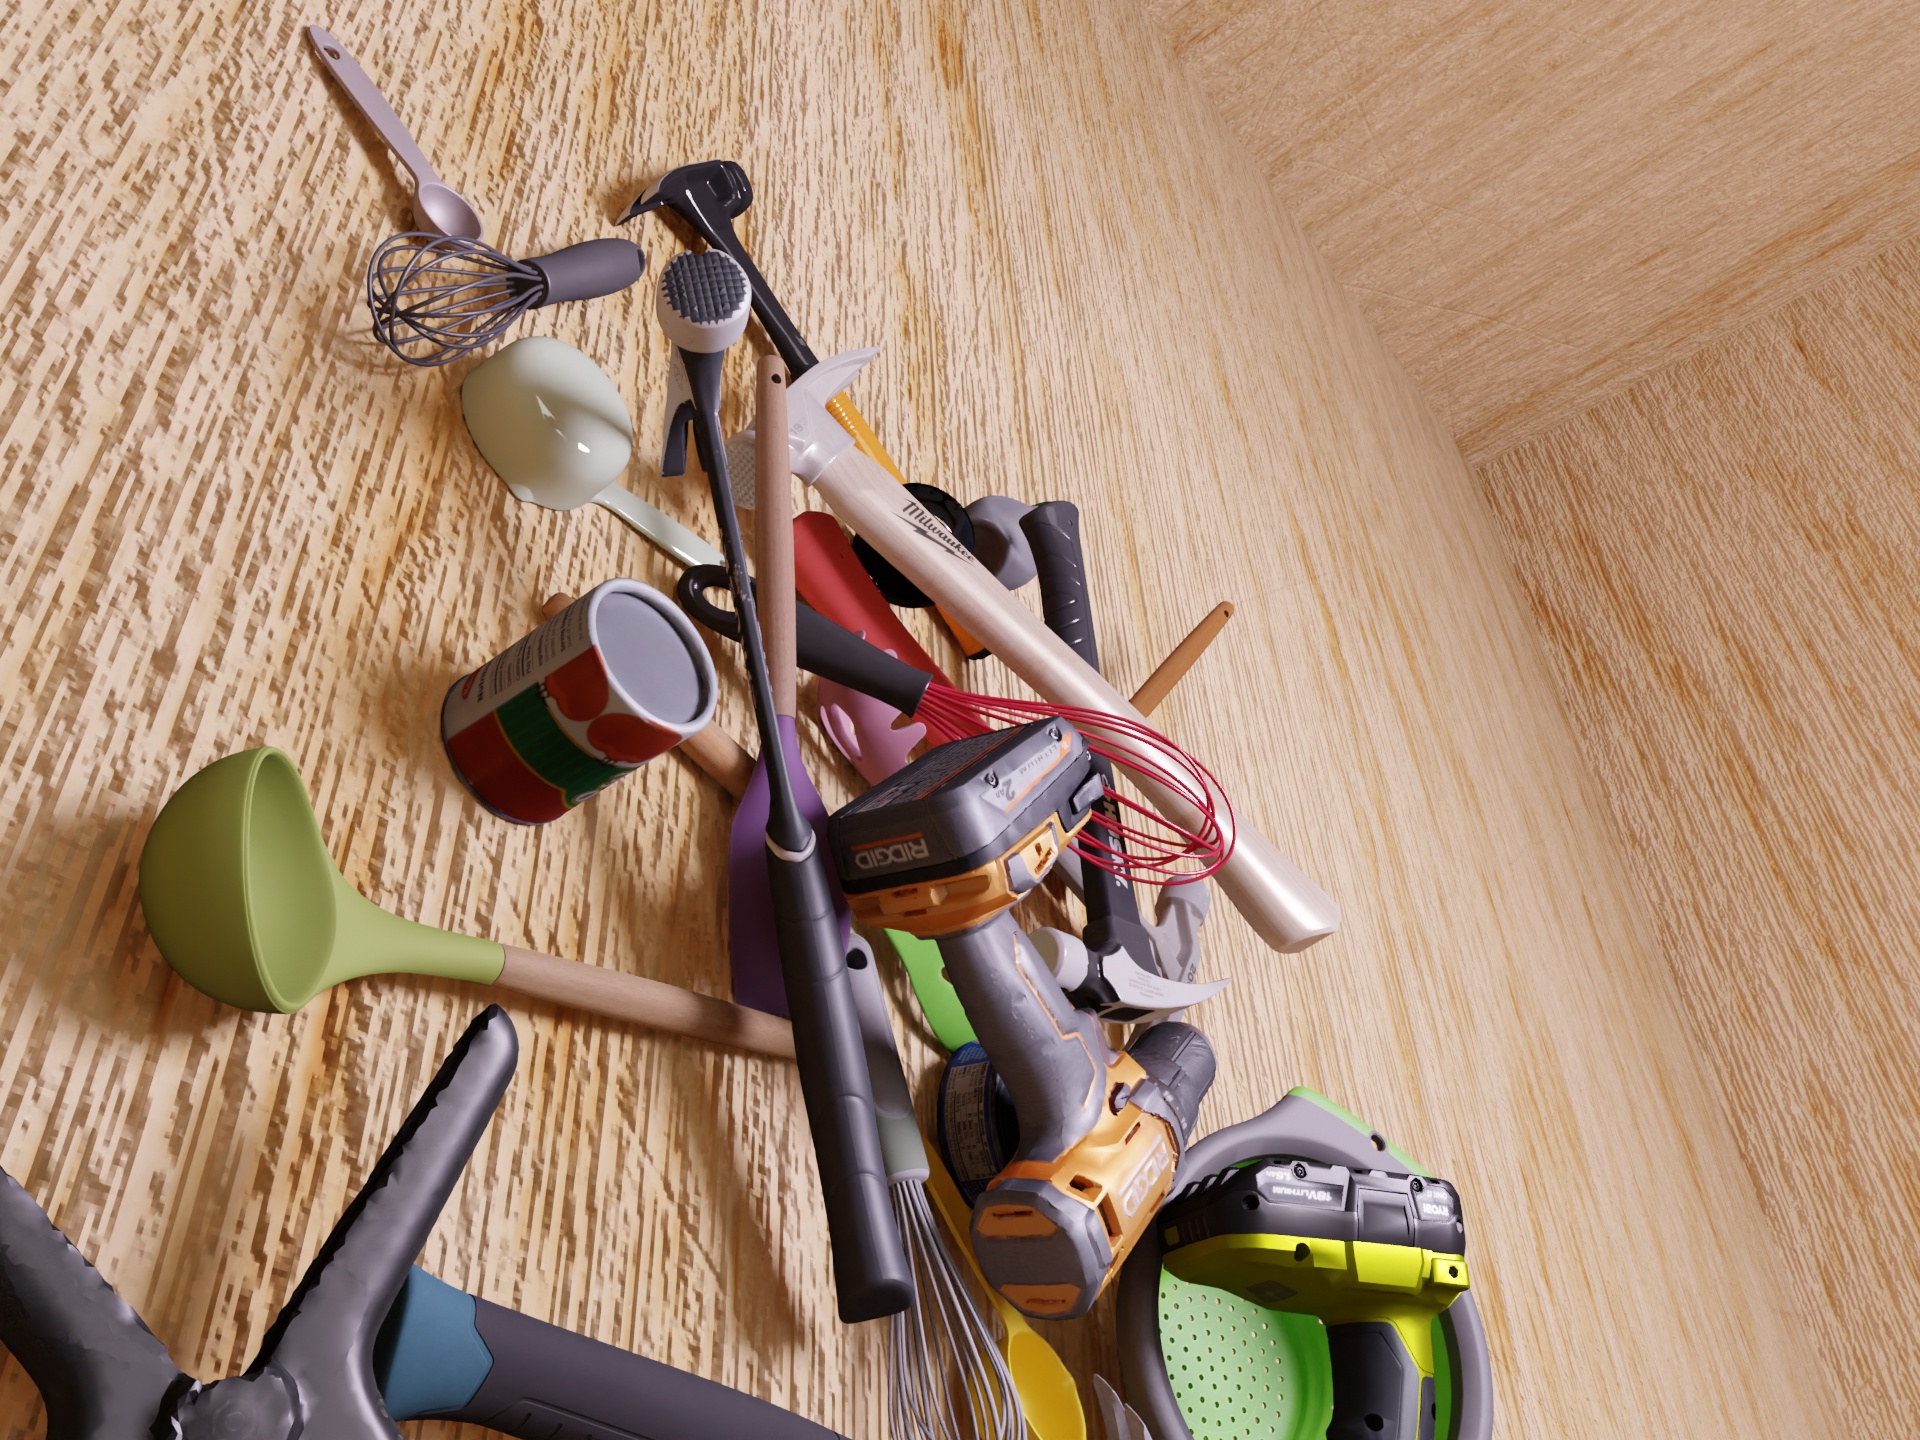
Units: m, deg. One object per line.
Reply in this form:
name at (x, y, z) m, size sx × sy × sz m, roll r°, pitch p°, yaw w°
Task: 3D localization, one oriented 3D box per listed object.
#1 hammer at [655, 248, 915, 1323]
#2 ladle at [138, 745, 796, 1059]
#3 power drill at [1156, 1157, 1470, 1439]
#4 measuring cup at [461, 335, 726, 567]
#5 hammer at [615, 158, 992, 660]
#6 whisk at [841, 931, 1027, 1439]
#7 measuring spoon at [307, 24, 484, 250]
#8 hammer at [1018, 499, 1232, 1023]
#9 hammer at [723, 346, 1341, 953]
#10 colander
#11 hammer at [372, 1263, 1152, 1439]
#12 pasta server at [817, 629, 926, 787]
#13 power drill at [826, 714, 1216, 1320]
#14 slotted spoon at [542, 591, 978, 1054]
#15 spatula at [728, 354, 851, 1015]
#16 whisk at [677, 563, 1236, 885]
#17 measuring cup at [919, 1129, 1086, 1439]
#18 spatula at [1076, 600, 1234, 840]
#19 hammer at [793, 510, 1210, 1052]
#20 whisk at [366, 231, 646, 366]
hammer at (-0.074, 0.030, 0.638) m, size 0.149 × 0.036 × 0.409 m, roll 131°, pitch -52°, yaw -72°
ladle at (-0.137, 0.087, 0.561) m, size 0.319 × 0.062 × 0.078 m, roll 30°, pitch 43°, yaw -50°
power drill at (0.150, 0.305, 0.658) m, size 0.171 × 0.080 × 0.223 m, roll 12°, pitch 59°, yaw -19°
measuring cup at (-0.152, -0.115, 0.740) m, size 0.167 × 0.038 × 0.083 m, roll 36°, pitch 36°, yaw -37°
hammer at (-0.073, -0.177, 0.944) m, size 0.336 × 0.034 × 0.127 m, roll 56°, pitch 26°, yaw -11°
whisk at (-0.023, 0.200, 0.665) m, size 0.057 × 0.059 × 0.247 m, roll 1°, pitch 56°, yaw -29°
measuring spoon at (-0.262, -0.263, 0.725) m, size 0.124 × 0.018 × 0.034 m, roll 54°, pitch 29°, yaw 1°
hammer at (0.075, 0.012, 0.905) m, size 0.146 × 0.035 × 0.335 m, roll 25°, pitch 47°, yaw -40°
hammer at (0.055, -0.031, 0.855) m, size 0.410 × 0.038 × 0.146 m, roll 43°, pitch 41°, yaw -7°
colander at (0.114, 0.358, 0.714) m, size 0.204 × 0.094 × 0.397 m, roll 37°, pitch 50°, yaw -6°
hammer at (-0.050, 0.252, 0.529) m, size 0.330 × 0.128 × 0.033 m, roll 35°, pitch -6°, yaw -31°
pasta server at (0.015, 0.094, 0.837) m, size 0.040 × 0.060 × 0.316 m, roll -41°, pitch 106°, yaw -28°
power drill at (0.044, 0.116, 0.704) m, size 0.185 × 0.084 × 0.226 m, roll -32°, pitch 105°, yaw -56°
slotted spoon at (-0.074, 0.052, 0.735) m, size 0.313 × 0.031 × 0.070 m, roll 46°, pitch 37°, yaw -25°
spatula at (-0.081, -0.024, 0.725) m, size 0.059 × 0.018 × 0.316 m, roll 7°, pitch 69°, yaw -32°
whisk at (-0.001, -0.002, 0.761) m, size 0.296 × 0.073 × 0.073 m, roll 26°, pitch 32°, yaw -1°
measuring cup at (0.004, 0.250, 0.691) m, size 0.157 × 0.029 × 0.062 m, roll 60°, pitch 16°, yaw 23°
spatula at (0.118, -0.002, 1.051) m, size 0.081 × 0.041 × 0.323 m, roll 56°, pitch 46°, yaw -11°
hammer at (0.014, 0.034, 0.881) m, size 0.358 × 0.036 × 0.149 m, roll 49°, pitch 42°, yaw -18°
whisk at (-0.202, -0.206, 0.739) m, size 0.055 × 0.055 × 0.239 m, roll 56°, pitch 23°, yaw -10°
